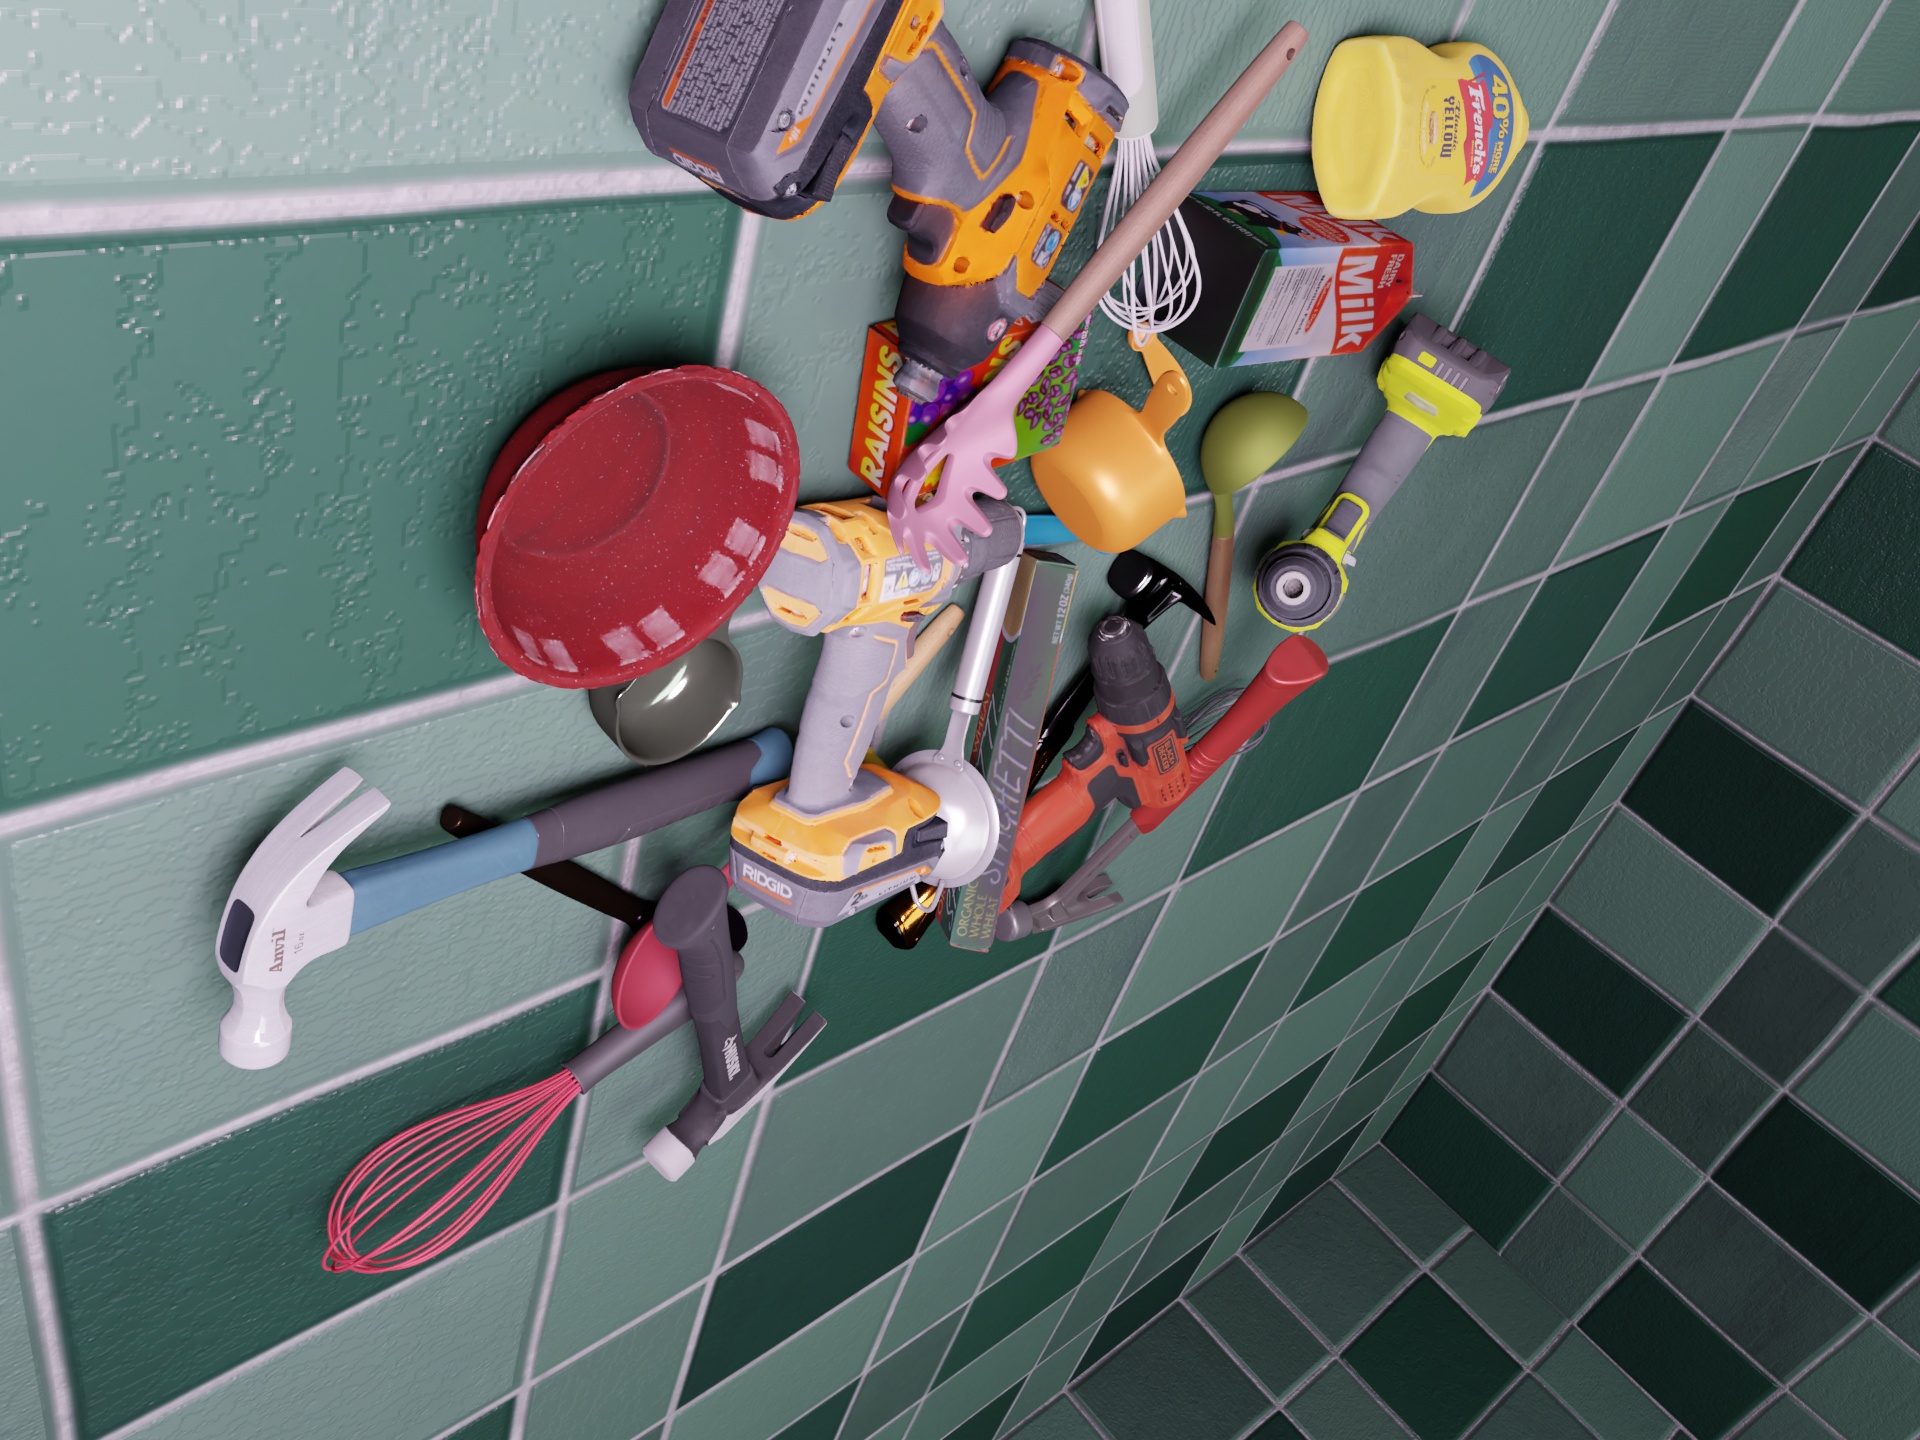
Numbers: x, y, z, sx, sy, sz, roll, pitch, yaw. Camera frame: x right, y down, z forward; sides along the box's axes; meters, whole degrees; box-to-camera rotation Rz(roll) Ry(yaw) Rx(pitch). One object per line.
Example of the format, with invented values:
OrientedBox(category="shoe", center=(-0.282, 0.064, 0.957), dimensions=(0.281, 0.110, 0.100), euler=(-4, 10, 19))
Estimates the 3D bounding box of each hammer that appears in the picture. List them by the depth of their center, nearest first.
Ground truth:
OrientedBox(category="hammer", center=(-0.206, 0.059, 0.791), dimensions=(0.331, 0.033, 0.128), euler=(-20, 134, -50))
OrientedBox(category="hammer", center=(-0.145, 0.173, 0.965), dimensions=(0.146, 0.035, 0.334), euler=(-43, 160, -26))
OrientedBox(category="hammer", center=(0.053, 0.030, 1.141), dimensions=(0.337, 0.034, 0.127), euler=(-53, 150, 11))
OrientedBox(category="hammer", center=(0.164, 0.058, 1.232), dimensions=(0.149, 0.037, 0.359), euler=(-12, 151, -44))

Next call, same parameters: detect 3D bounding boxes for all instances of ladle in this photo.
OrientedBox(category="ladle", center=(-0.102, 0.051, 0.945), dimensions=(0.315, 0.031, 0.069), euler=(-50, 155, -8))
OrientedBox(category="ladle", center=(0.197, -0.114, 1.133), dimensions=(0.078, 0.062, 0.319), euler=(-54, 159, -24))

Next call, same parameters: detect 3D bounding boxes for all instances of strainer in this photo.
OrientedBox(category="strainer", center=(-0.002, -0.003, 0.951), dimensions=(0.050, 0.087, 0.258), euler=(-3, 110, -62))

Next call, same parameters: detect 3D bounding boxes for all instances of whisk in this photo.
OrientedBox(category="whisk", center=(0.084, -0.284, 0.779), dimensions=(0.246, 0.058, 0.059), euler=(74, 29, -53))
OrientedBox(category="whisk", center=(-0.248, 0.226, 0.951), dimensions=(0.296, 0.073, 0.073), euler=(-35, 150, -28))
OrientedBox(category="whisk", center=(0.160, 0.033, 1.280), dimensions=(0.239, 0.055, 0.055), euler=(-25, 145, -27))

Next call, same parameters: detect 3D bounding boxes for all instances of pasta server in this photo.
OrientedBox(category="pasta server", center=(0.066, -0.206, 0.771), dimensions=(0.316, 0.040, 0.060), euler=(-50, 139, 5))

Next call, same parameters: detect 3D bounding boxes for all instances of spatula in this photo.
OrientedBox(category="spatula", center=(-0.198, 0.101, 0.906), dimensions=(0.060, 0.018, 0.315), euler=(-43, 153, -1))

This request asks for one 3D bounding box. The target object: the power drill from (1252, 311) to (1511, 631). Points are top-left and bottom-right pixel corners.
OrientedBox(category="power drill", center=(0.283, -0.162, 1.111), dimensions=(0.228, 0.080, 0.190), euler=(-58, 171, 13))

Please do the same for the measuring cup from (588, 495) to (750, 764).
OrientedBox(category="measuring cup", center=(-0.131, -0.057, 0.783), dimensions=(0.083, 0.038, 0.167), euler=(1, 120, -53))

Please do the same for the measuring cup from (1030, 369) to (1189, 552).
OrientedBox(category="measuring cup", center=(0.084, -0.144, 0.867), dimensions=(0.052, 0.095, 0.173), euler=(-39, 177, -9))

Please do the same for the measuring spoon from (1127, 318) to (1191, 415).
OrientedBox(category="measuring spoon", center=(0.120, -0.211, 0.956), dimensions=(0.021, 0.011, 0.116), euler=(-47, 155, 4))

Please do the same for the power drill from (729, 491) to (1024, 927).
OrientedBox(category="power drill", center=(-0.041, -0.019, 0.877), dimensions=(0.185, 0.084, 0.226), euler=(-21, 127, -51))

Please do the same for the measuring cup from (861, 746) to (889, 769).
OrientedBox(category="measuring cup", center=(-0.041, 0.055, 1.048), dimensions=(0.062, 0.029, 0.156), euler=(-54, 151, 13))

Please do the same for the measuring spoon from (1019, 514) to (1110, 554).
OrientedBox(category="measuring spoon", center=(0.062, -0.124, 0.984), dimensions=(0.128, 0.021, 0.042), euler=(-7, 133, -38))

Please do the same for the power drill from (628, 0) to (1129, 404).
OrientedBox(category="power drill", center=(-0.026, -0.226, 0.648), dimensions=(0.226, 0.084, 0.164), euler=(10, 110, -60))
